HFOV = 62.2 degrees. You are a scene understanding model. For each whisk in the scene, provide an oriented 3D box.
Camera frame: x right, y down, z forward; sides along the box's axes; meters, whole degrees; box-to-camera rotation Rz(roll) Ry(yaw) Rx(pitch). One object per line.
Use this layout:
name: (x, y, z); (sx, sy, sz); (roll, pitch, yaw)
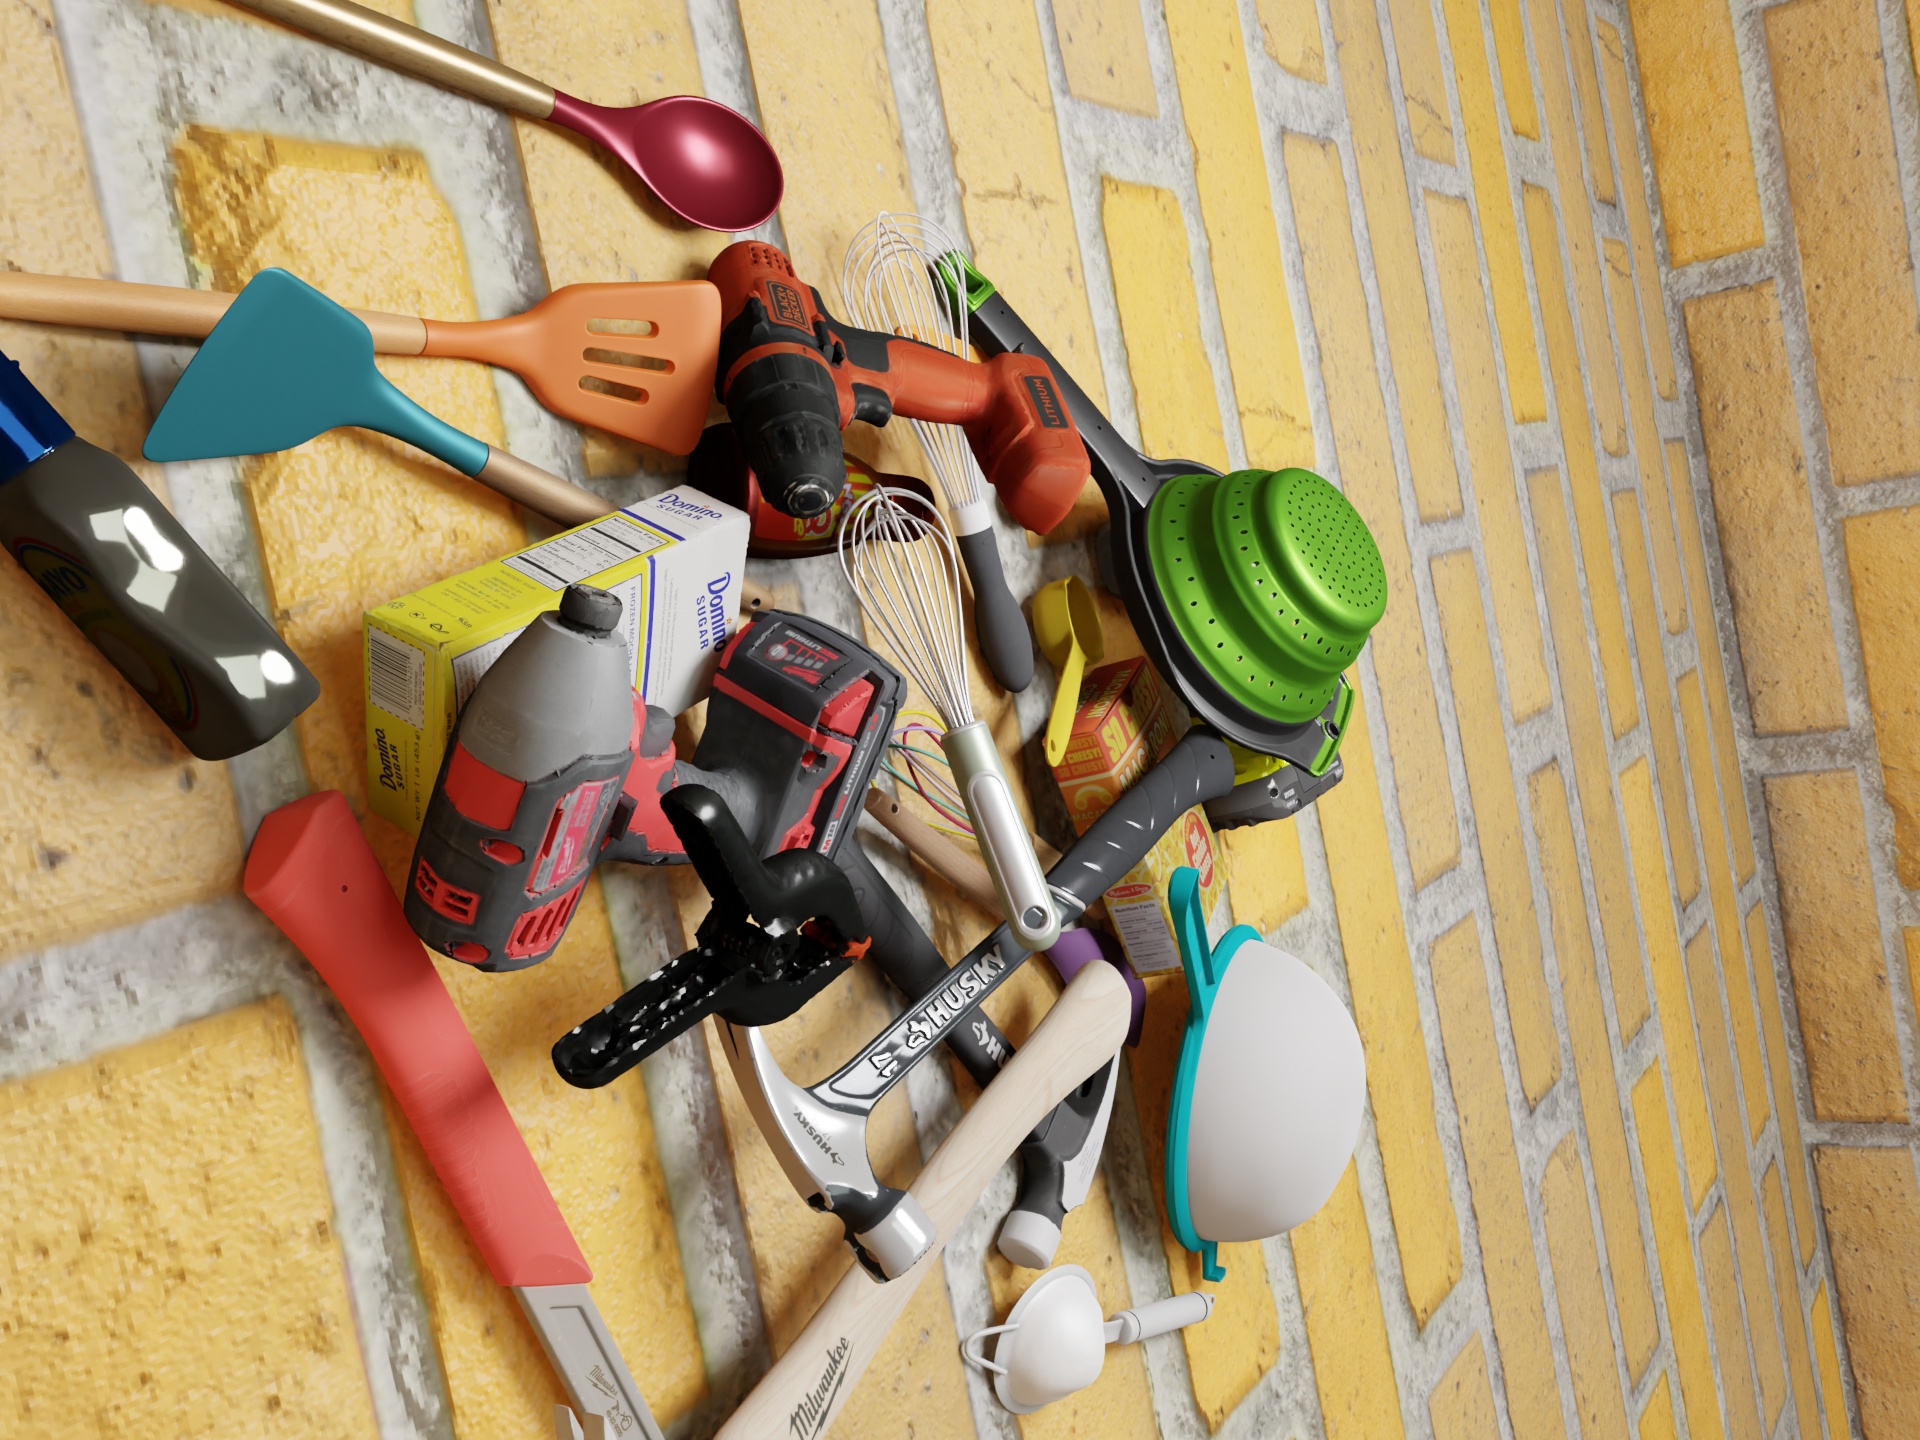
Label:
whisk: (-0.004, -0.146, 0.904); (0.070, 0.070, 0.284); (-38, 118, -48)
whisk: (-0.001, -0.003, 0.789); (0.059, 0.058, 0.246); (129, -59, -83)
whisk: (0.025, 0.060, 0.911); (0.244, 0.051, 0.047); (39, 49, -45)

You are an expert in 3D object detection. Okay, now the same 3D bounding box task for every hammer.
hammer: (-0.174, 0.188, 0.635); (0.149, 0.037, 0.359); (-40, 115, -48)
hammer: (-0.011, 0.141, 0.854); (0.334, 0.035, 0.146); (55, 46, -30)
hammer: (-0.024, 0.237, 0.762); (0.411, 0.038, 0.146); (-43, 117, -47)
hammer: (0.036, 0.100, 0.826); (0.149, 0.036, 0.409); (50, 44, 3)

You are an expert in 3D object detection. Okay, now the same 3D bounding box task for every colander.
colander: (0.142, -0.147, 0.969); (0.397, 0.094, 0.205); (48, 42, -11)

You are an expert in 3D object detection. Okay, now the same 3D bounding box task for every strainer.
strainer: (0.095, 0.362, 0.945); (0.258, 0.050, 0.087); (16, 89, -54)
strainer: (0.192, 0.200, 0.972); (0.340, 0.095, 0.211); (71, 35, -46)

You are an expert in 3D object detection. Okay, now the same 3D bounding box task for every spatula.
spatula: (-0.229, -0.151, 0.623); (0.322, 0.041, 0.081); (-9, 117, -50)
spatula: (0.036, 0.114, 0.925); (0.315, 0.018, 0.060); (42, 50, -45)
spatula: (-0.180, -0.092, 0.667); (0.082, 0.044, 0.317); (-51, 144, 11)

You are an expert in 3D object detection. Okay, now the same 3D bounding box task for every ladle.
ladle: (-0.202, -0.278, 0.695); (0.315, 0.031, 0.069); (3, 78, -50)

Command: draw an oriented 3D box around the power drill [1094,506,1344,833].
power drill: (0.190, -0.052, 1.110); (0.190, 0.080, 0.228); (-22, 96, -51)

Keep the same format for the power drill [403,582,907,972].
power drill: (-0.117, 0.013, 0.641); (0.219, 0.079, 0.143); (-9, 124, -63)

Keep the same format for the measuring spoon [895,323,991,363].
measuring spoon: (0.000, -0.217, 0.958); (0.116, 0.011, 0.021); (7, 77, -48)

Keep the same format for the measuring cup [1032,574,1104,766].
measuring cup: (0.056, -0.026, 0.951); (0.062, 0.029, 0.157); (59, 31, -33)
